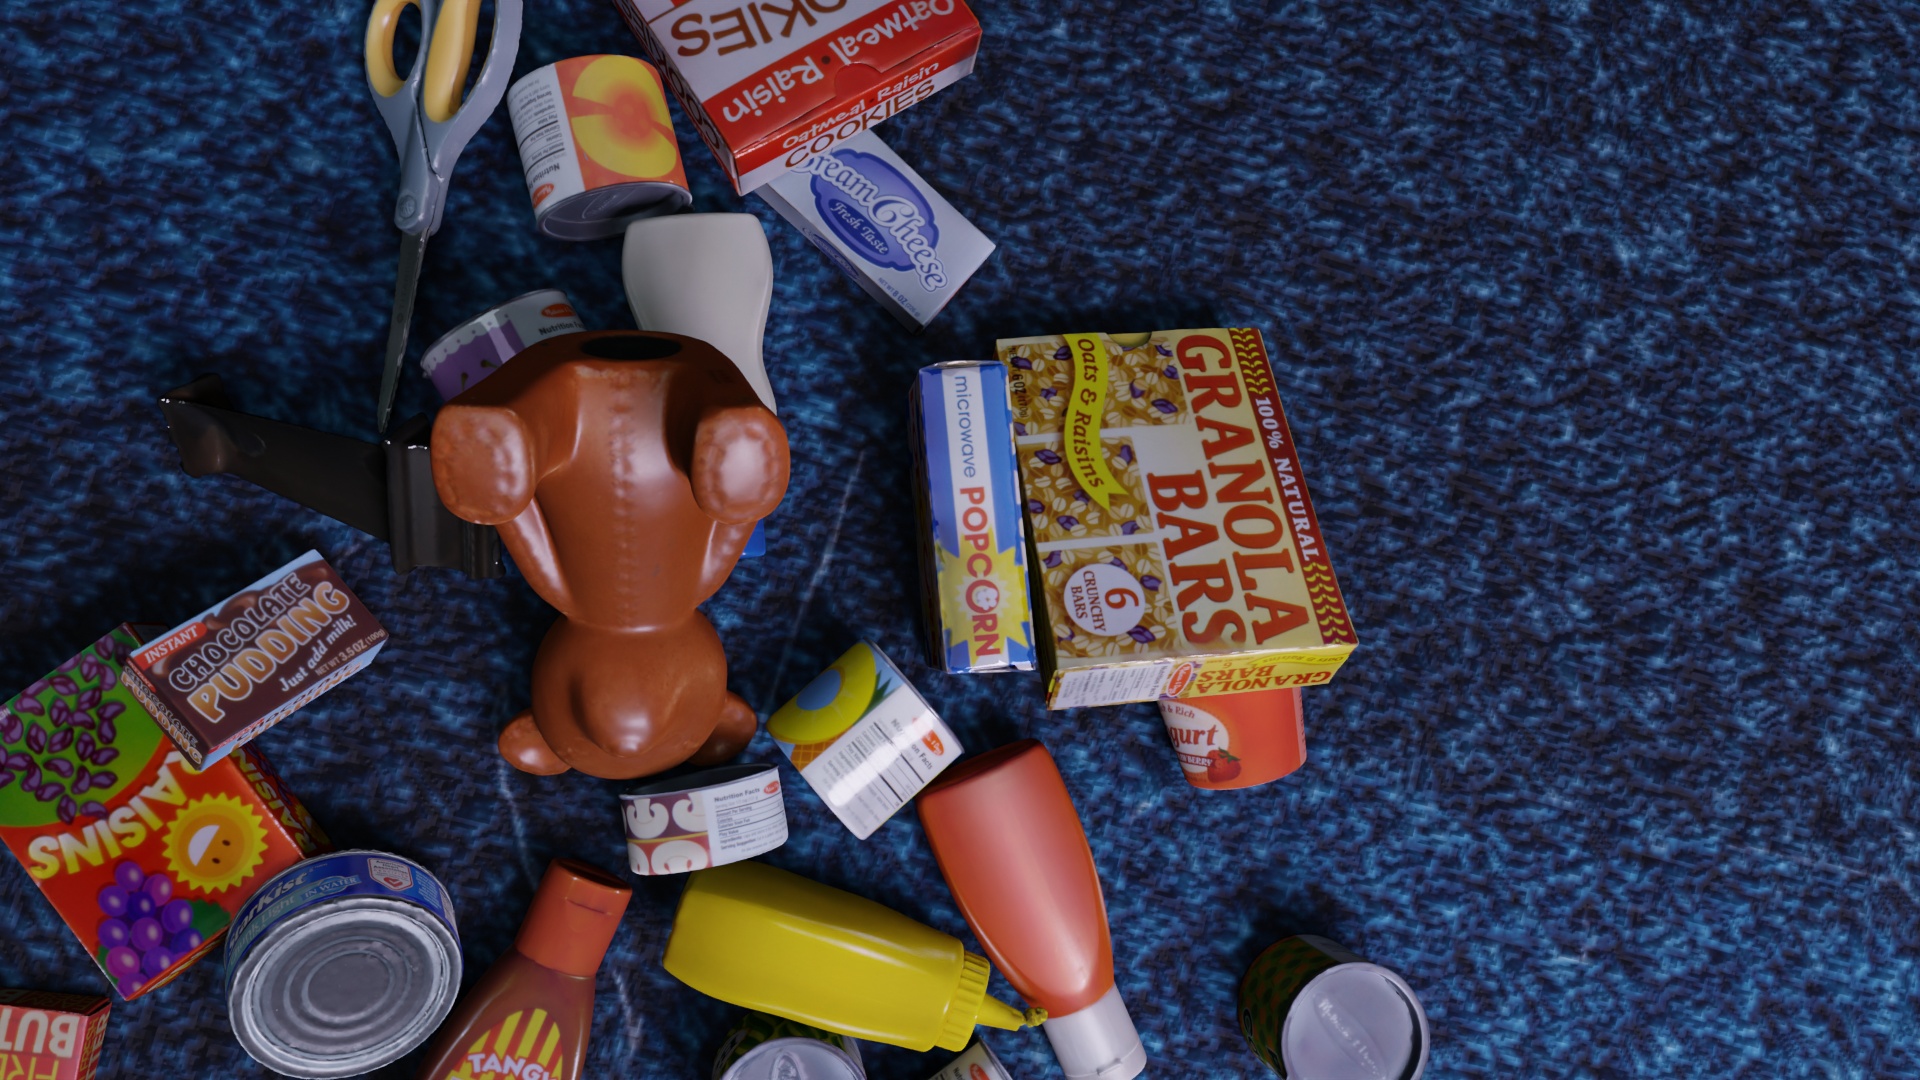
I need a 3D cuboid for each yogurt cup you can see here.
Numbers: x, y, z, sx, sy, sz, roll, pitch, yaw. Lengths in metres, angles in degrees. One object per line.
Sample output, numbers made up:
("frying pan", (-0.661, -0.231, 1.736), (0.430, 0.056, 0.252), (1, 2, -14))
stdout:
("yogurt cup", (0.121, 0.076, 0.617), (0.072, 0.072, 0.054), (-15, 96, -10))

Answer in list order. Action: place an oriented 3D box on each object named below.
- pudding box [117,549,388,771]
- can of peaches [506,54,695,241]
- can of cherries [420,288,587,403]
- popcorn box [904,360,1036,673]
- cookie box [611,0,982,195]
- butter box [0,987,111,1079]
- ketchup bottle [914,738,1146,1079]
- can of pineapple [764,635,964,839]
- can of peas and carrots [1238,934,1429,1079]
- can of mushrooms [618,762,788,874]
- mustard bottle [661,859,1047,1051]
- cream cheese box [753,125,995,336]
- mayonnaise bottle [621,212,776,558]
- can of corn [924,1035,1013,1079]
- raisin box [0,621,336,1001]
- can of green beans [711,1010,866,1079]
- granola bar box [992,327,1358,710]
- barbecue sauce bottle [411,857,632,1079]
("pudding box", (-0.279, 0.046, 0.553), (0.049, 0.030, 0.084), (50, 44, -2))
("can of peaches", (-0.152, -0.167, 0.594), (0.071, 0.071, 0.058), (-15, 88, -10))
("can of cherries", (-0.182, -0.062, 0.581), (0.071, 0.071, 0.058), (-31, 92, -10))
("popcorn box", (0.002, -0.007, 0.593), (0.038, 0.085, 0.126), (-5, 87, -8))
("cookie box", (-0.087, -0.251, 0.608), (0.123, 0.040, 0.167), (-31, 80, -10))
("butter box", (-0.396, 0.203, 0.545), (0.103, 0.024, 0.053), (9, 85, -8))
("ketchup bottle", (0.036, 0.165, 0.605), (0.065, 0.043, 0.148), (-23, 89, -6))
("can of pineapple", (-0.042, 0.083, 0.591), (0.058, 0.071, 0.071), (-40, 92, -9))
("can of peas and carrots", (0.161, 0.215, 0.613), (0.071, 0.058, 0.071), (1, 86, -8))
("can of mushrooms", (-0.108, 0.115, 0.578), (0.071, 0.071, 0.033), (-10, 88, -9))
("mustard bottle", (-0.041, 0.178, 0.576), (0.160, 0.065, 0.048), (19, 94, -1))
("cream cheese box", (-0.040, -0.148, 0.629), (0.104, 0.024, 0.053), (42, 79, -4))
("mayonnaise bottle", (-0.110, -0.065, 0.604), (0.065, 0.041, 0.148), (-5, 88, -8))
("can of corn", (0.005, 0.256, 0.584), (0.058, 0.071, 0.071), (-34, 91, -9))
("raisin box", (-0.327, 0.106, 0.557), (0.086, 0.040, 0.123), (-37, 90, -11))
("can of green beans", (-0.071, 0.231, 0.576), (0.071, 0.058, 0.071), (1, 86, -9))
("granola bar box", (0.085, -0.016, 0.595), (0.124, 0.038, 0.166), (-4, 59, -9))
("barbecue sauce bottle", (-0.182, 0.206, 0.568), (0.065, 0.043, 0.148), (26, 81, -19))
